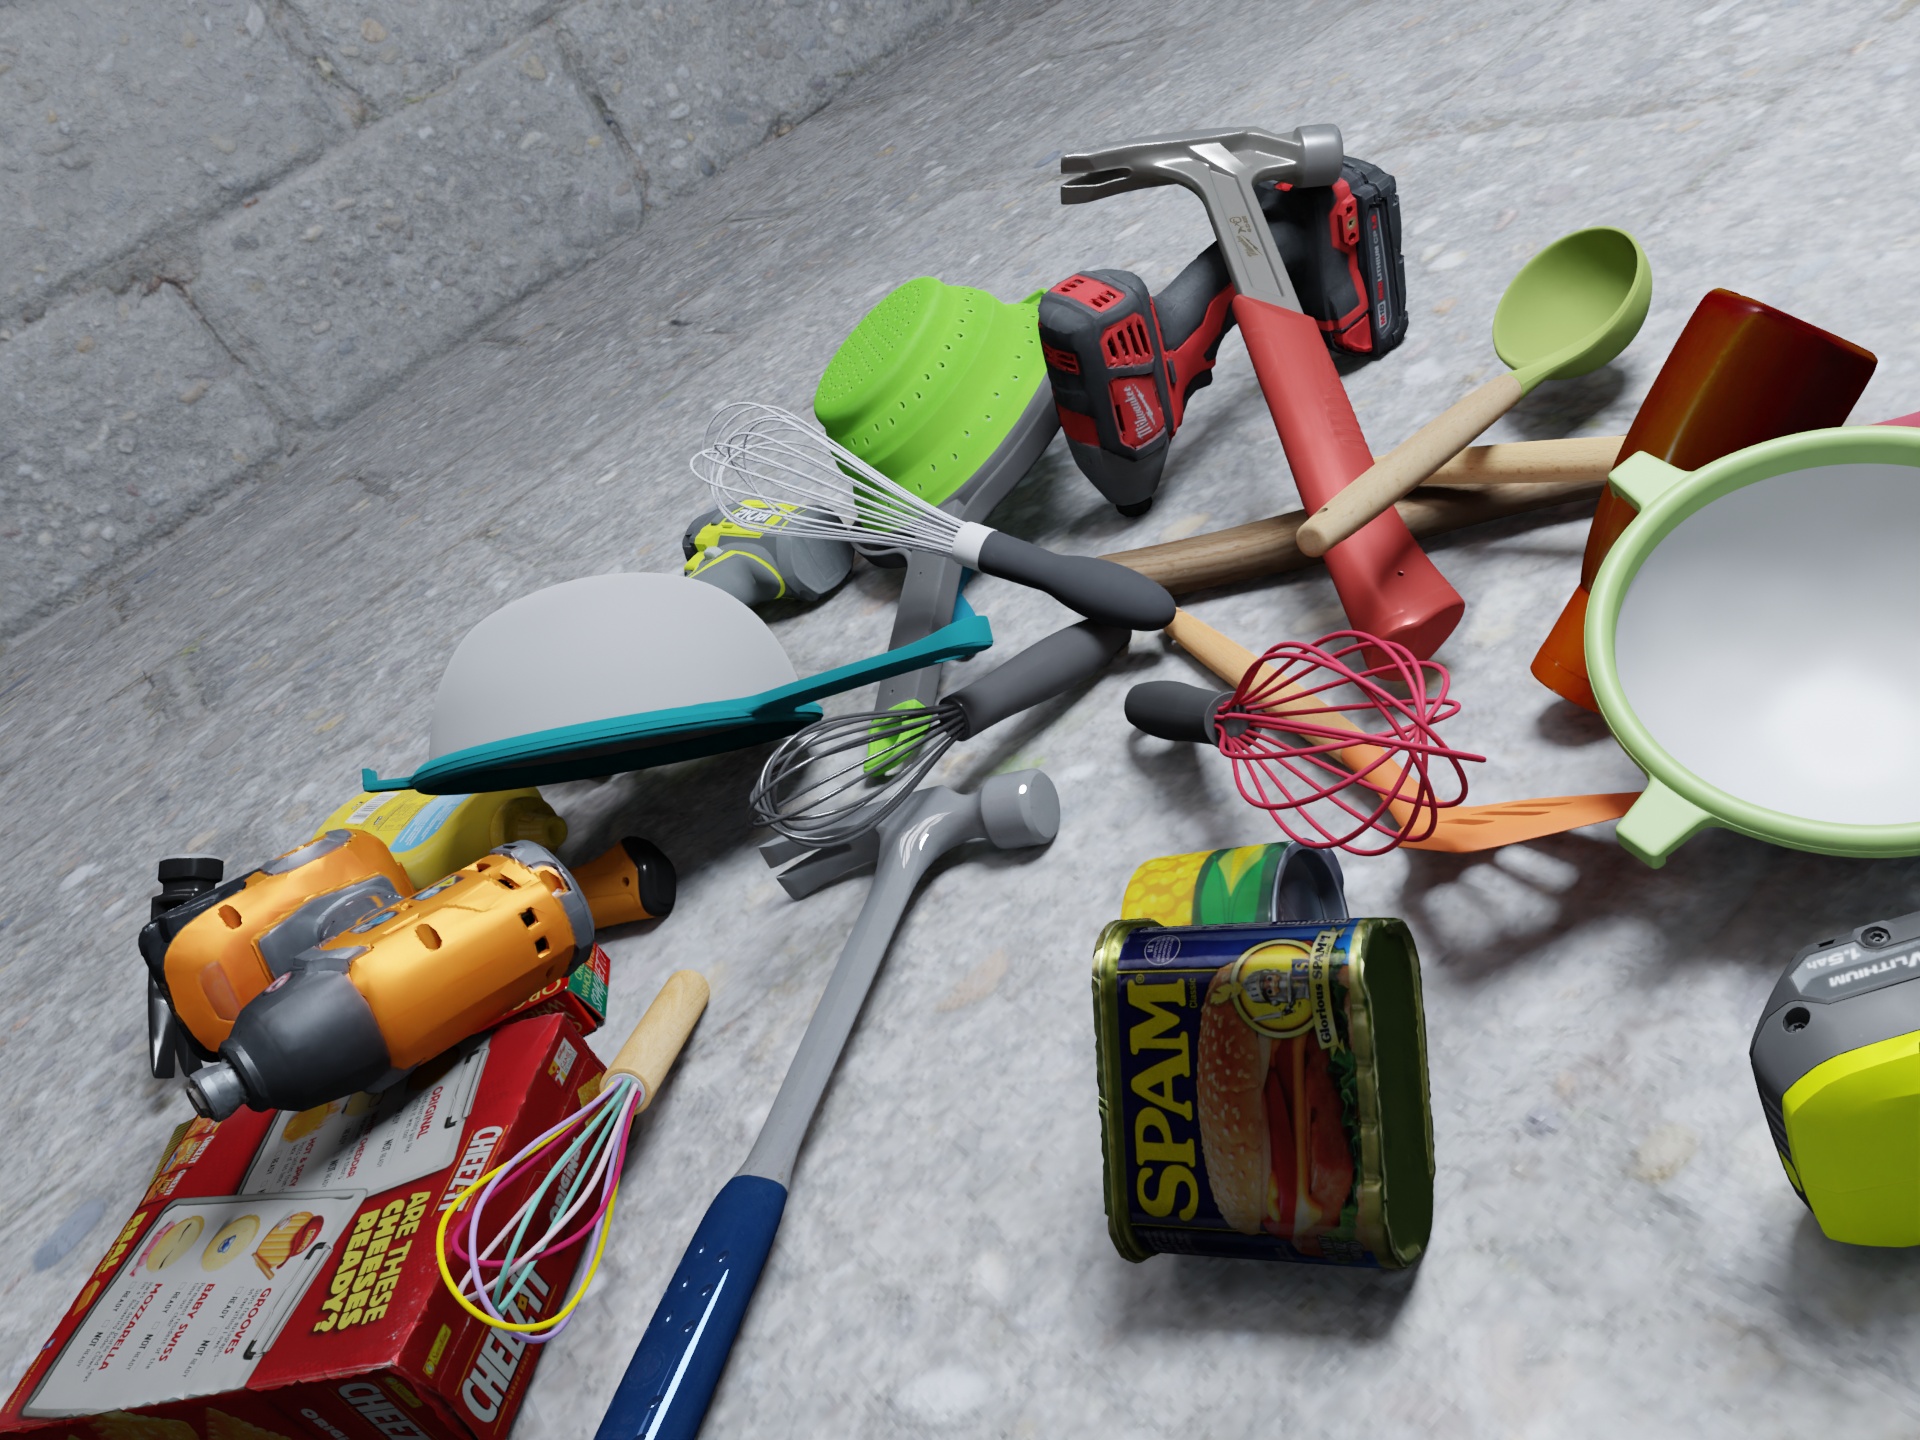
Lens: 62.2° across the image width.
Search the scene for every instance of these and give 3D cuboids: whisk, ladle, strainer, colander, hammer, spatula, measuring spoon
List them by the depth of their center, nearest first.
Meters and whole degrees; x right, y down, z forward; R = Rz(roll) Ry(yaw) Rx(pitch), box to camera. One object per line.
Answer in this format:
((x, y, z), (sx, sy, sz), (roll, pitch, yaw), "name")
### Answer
((0.325, -0.016, 0.475), (0.256, 0.069, 0.152), (-2, 59, 23), "strainer")
((0.108, 0.002, 0.590), (0.073, 0.073, 0.296), (-34, 7, -6), "whisk")
((-0.076, 0.167, 0.594), (0.144, 0.035, 0.406), (-13, 33, 30), "hammer")
((-0.138, 0.150, 0.611), (0.047, 0.051, 0.245), (8, 16, 4), "whisk")
((0.284, -0.103, 0.621), (0.315, 0.031, 0.069), (9, 58, 54), "ladle")
((0.150, -0.005, 0.647), (0.081, 0.041, 0.323), (-11, 23, -14), "spatula")
((0.218, -0.144, 0.680), (0.078, 0.062, 0.320), (-19, 12, 47), "ladle")
((-0.001, -0.004, 0.735), (0.239, 0.055, 0.055), (-28, 22, -36), "whisk")
((0.207, -0.095, 0.746), (0.331, 0.031, 0.130), (-11, 34, 33), "hammer")
((0.147, -0.166, 0.747), (0.149, 0.036, 0.359), (-8, 53, -1), "hammer")
((-0.132, -0.038, 0.794), (0.340, 0.095, 0.211), (-15, -5, 34), "strainer")
((-0.020, -0.098, 0.815), (0.285, 0.070, 0.070), (22, 53, 23), "whisk")
((-0.303, 0.116, 0.857), (0.337, 0.034, 0.127), (-10, 75, 20), "hammer")
((-0.034, -0.141, 0.918), (0.204, 0.094, 0.397), (-30, 34, 37), "colander")
((-0.008, -0.072, 0.922), (0.042, 0.021, 0.129), (-29, 27, 4), "measuring spoon")

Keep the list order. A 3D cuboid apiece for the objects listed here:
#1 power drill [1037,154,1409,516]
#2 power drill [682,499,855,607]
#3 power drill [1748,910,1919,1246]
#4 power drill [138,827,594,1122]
((0.146, -0.216, 0.896), (0.219, 0.143, 0.079), (-34, 42, -17), "power drill")
((-0.196, -0.067, 1.043), (0.223, 0.080, 0.171), (-41, 30, -26), "power drill")
((0.242, 0.137, 0.299), (0.190, 0.080, 0.229), (-21, 33, 17), "power drill")
((-0.283, 0.112, 0.705), (0.164, 0.084, 0.226), (-31, 18, -37), "power drill")
